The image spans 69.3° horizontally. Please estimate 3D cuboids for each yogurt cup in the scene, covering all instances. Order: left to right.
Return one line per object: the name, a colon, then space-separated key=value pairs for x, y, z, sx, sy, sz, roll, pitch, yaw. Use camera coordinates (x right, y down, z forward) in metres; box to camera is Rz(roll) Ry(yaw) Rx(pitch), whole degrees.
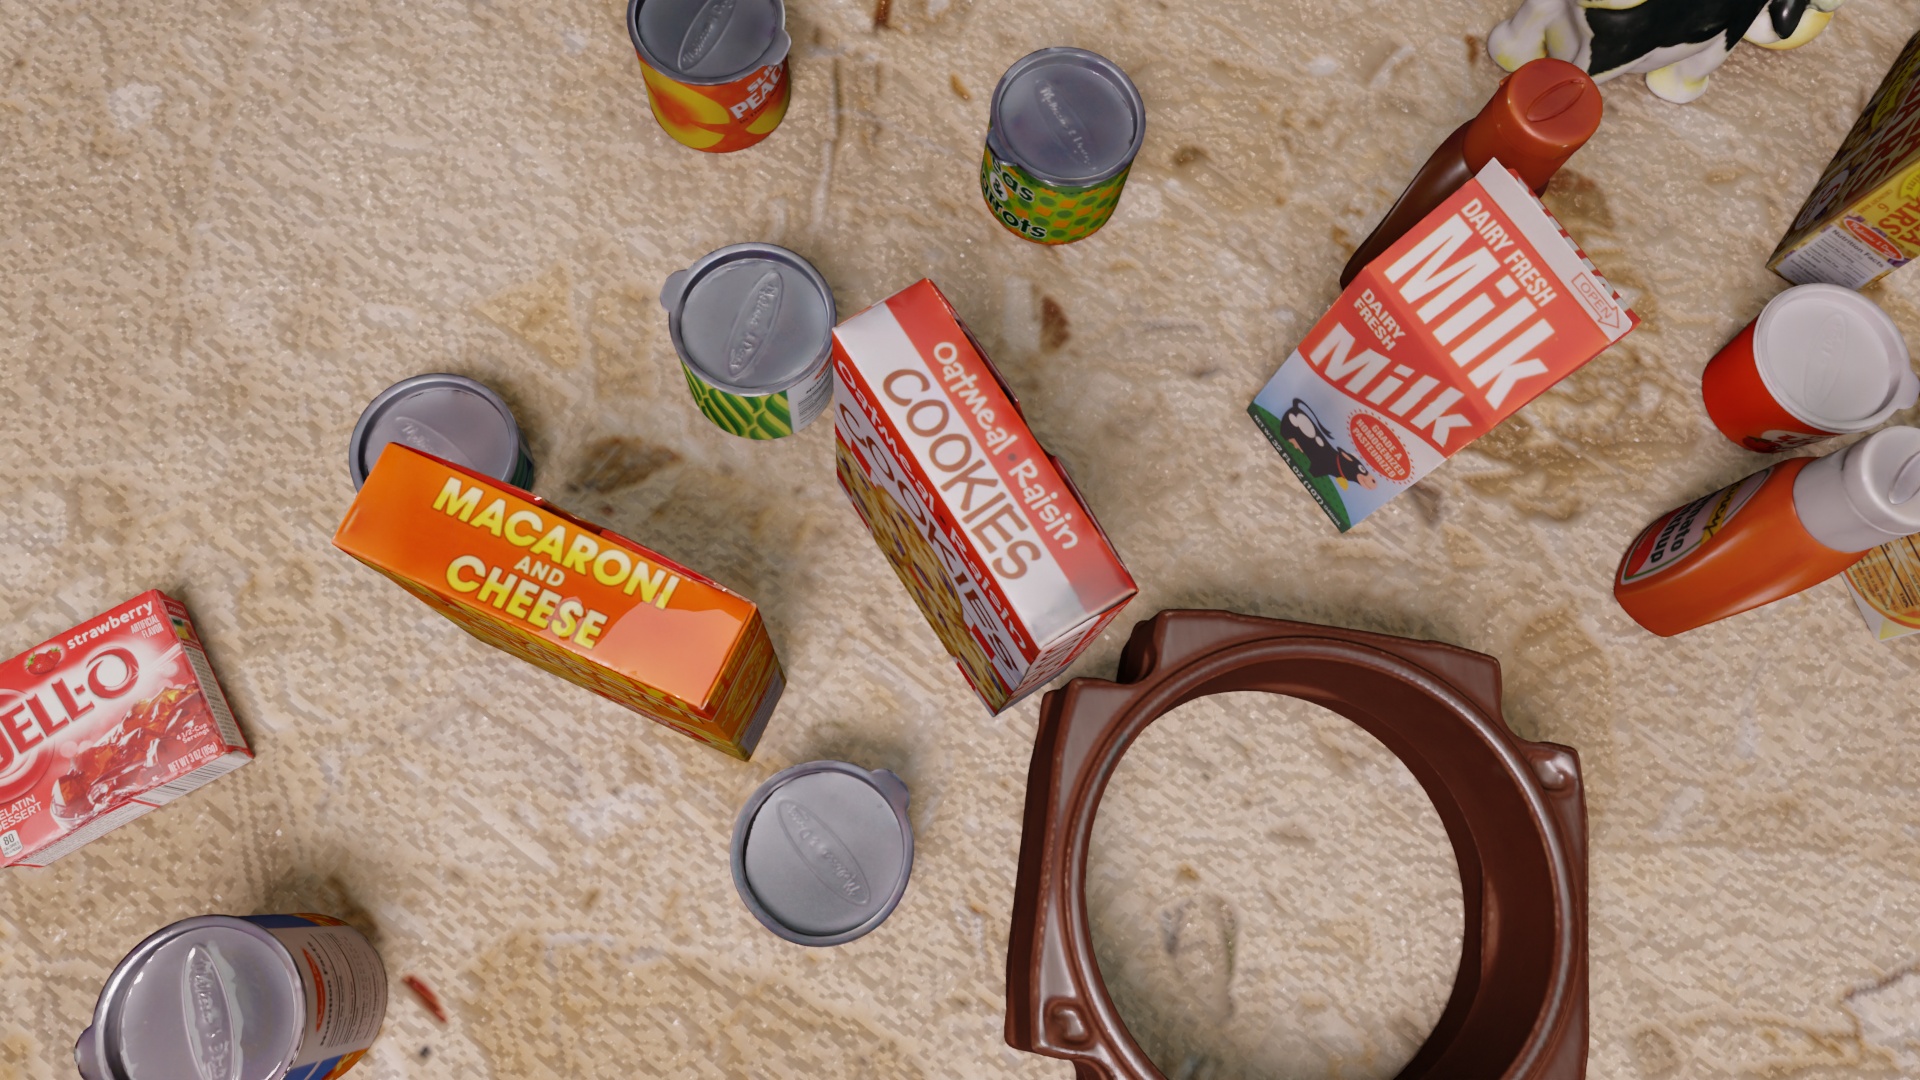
yogurt cup: x=0.368 y=-0.072 z=0.612 sx=0.072 sy=0.053 sz=0.072 roll=1 pitch=75 yaw=-4

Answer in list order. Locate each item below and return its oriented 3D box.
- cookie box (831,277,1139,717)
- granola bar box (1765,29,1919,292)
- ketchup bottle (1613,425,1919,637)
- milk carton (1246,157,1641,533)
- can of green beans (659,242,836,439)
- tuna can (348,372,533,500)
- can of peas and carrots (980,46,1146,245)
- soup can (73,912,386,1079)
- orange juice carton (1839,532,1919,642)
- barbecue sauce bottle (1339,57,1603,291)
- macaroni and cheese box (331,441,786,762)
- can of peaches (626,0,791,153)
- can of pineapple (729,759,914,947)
cookie box: x=0.002 y=-0.006 z=0.507 sx=0.040 sy=0.167 sz=0.123 roll=-31 pitch=80 yaw=-11
granola bar box: x=0.446 y=-0.196 z=0.615 sx=0.039 sy=0.124 sz=0.166 roll=37 pitch=76 yaw=5
ketchup bottle: x=0.318 y=-0.004 z=0.541 sx=0.043 sy=0.148 sz=0.065 roll=42 pitch=76 yaw=7
milk carton: x=0.182 y=-0.072 z=0.527 sx=0.073 sy=0.190 sz=0.072 roll=-34 pitch=80 yaw=-12
can of green beans: x=-0.084 y=-0.081 z=0.577 sx=0.071 sy=0.057 sz=0.071 roll=1 pitch=75 yaw=-4
tuna can: x=-0.212 y=-0.030 z=0.566 sx=0.071 sy=0.032 sz=0.071 roll=1 pitch=75 yaw=-4
can of peas and carrots: x=0.041 y=-0.170 z=0.611 sx=0.071 sy=0.058 sz=0.071 roll=1 pitch=75 yaw=-4
soup can: x=-0.249 y=0.165 z=0.484 sx=0.071 sy=0.083 sz=0.071 roll=1 pitch=75 yaw=-4
orange juice carton: x=0.428 y=-0.022 z=0.531 sx=0.072 sy=0.192 sz=0.073 roll=-19 pitch=78 yaw=-9
barbecue sauce bottle: x=0.208 y=-0.140 z=0.569 sx=0.065 sy=0.148 sz=0.044 roll=-34 pitch=80 yaw=-12
macaroni and cheese box: x=-0.128 y=0.028 z=0.488 sx=0.124 sy=0.166 sz=0.040 roll=24 pitch=75 yaw=2
can of peaches: x=-0.107 y=-0.212 z=0.611 sx=0.071 sy=0.058 sz=0.071 roll=1 pitch=75 yaw=-4
can of pineapple: x=-0.050 y=0.118 z=0.526 sx=0.071 sy=0.057 sz=0.071 roll=1 pitch=75 yaw=-4
